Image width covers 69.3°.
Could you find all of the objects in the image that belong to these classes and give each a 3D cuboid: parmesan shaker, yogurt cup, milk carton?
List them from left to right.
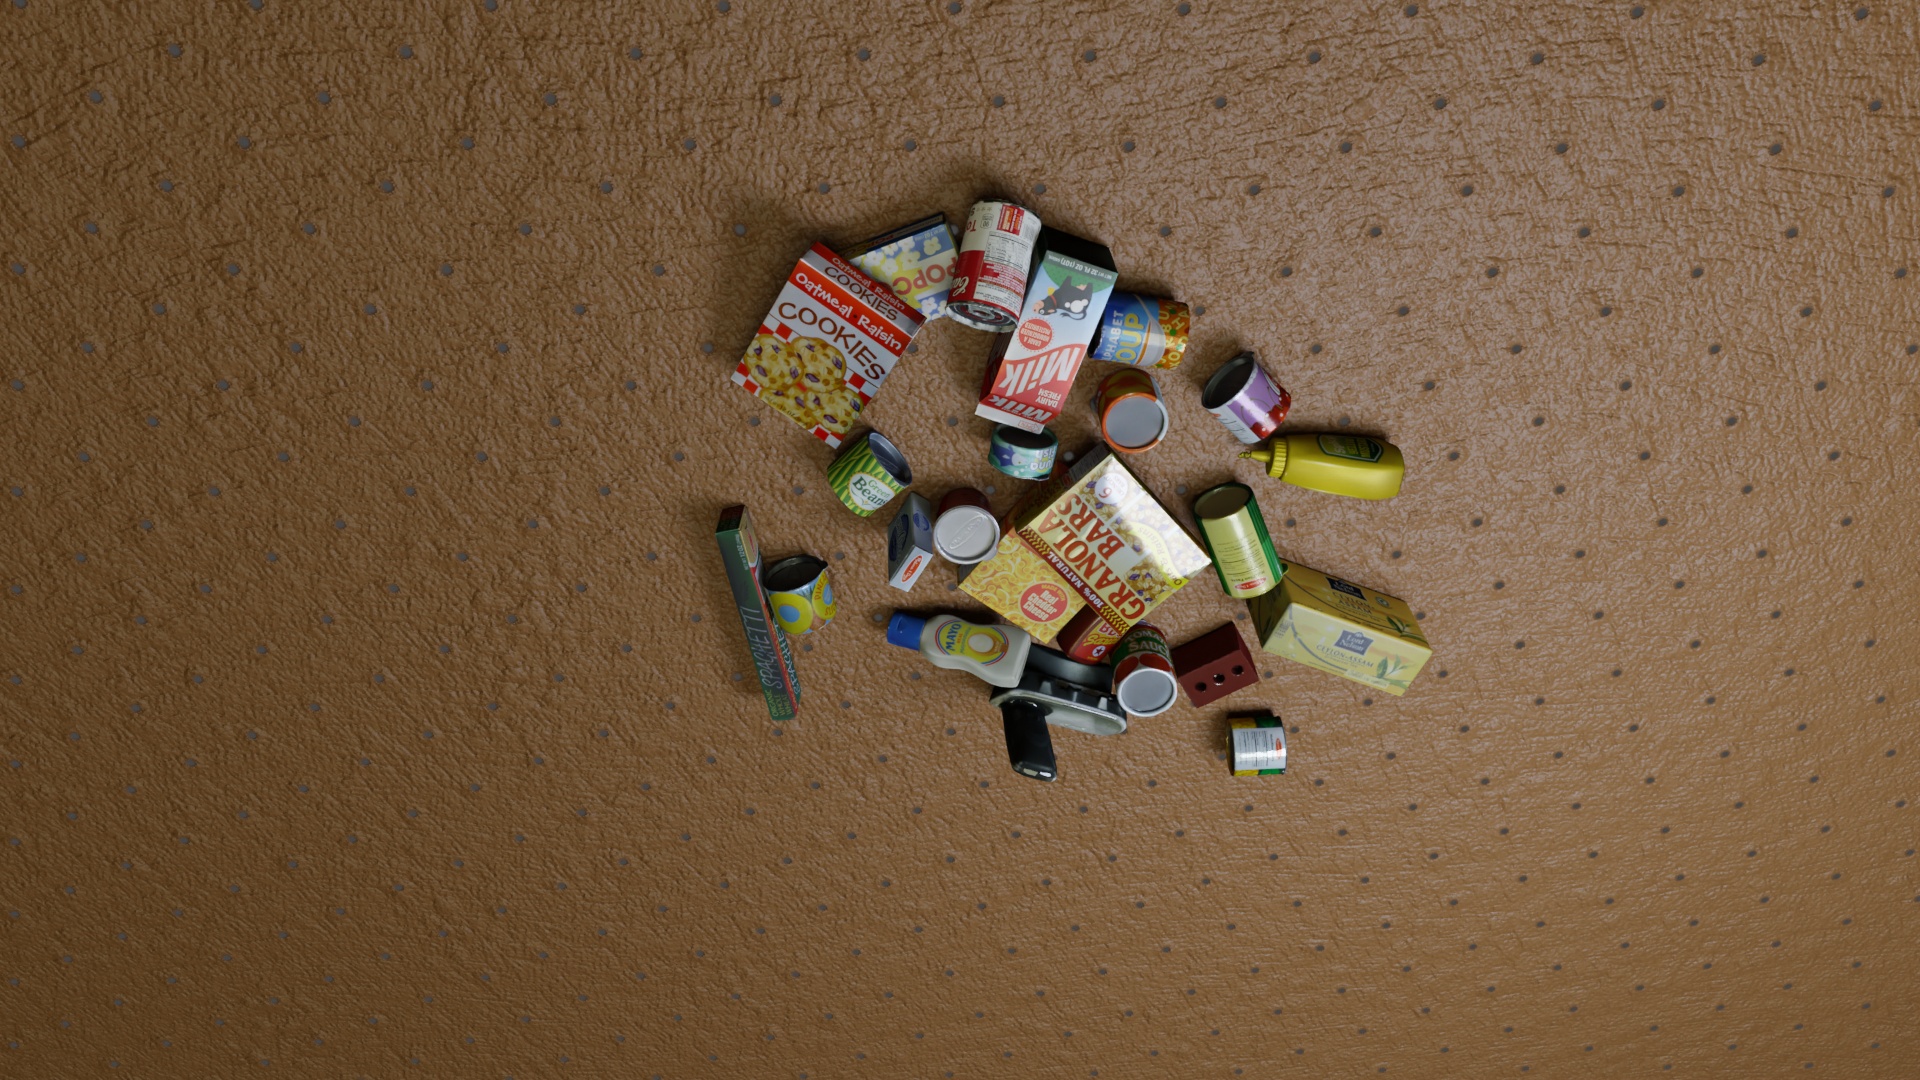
[{"bbox_3d":[0.005,-0.018,1.420,0.072,0.054,0.072,-1,120,-1],"label":"yogurt cup"},{"bbox_3d":[0.077,-0.190,1.310,0.072,0.074,0.189,17,119,-11],"label":"milk carton"},{"bbox_3d":[0.288,-0.002,1.430,0.071,0.071,0.102,-21,118,11],"label":"parmesan shaker"}]

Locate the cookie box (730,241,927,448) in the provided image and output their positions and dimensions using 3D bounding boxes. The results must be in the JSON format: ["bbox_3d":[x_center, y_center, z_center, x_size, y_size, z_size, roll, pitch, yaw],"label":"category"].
[{"bbox_3d":[-0.125,-0.180,1.294,0.123,0.040,0.166,34,132,-7],"label":"cookie box"}]

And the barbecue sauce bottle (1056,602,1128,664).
[{"bbox_3d":[0.168,0.067,1.476,0.065,0.044,0.148,16,121,-45],"label":"barbecue sauce bottle"}]

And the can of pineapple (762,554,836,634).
[{"bbox_3d":[-0.166,0.057,1.453,0.071,0.071,0.057,-12,121,6],"label":"can of pineapple"}]

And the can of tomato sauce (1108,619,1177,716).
[{"bbox_3d":[0.197,0.138,1.499,0.071,0.083,0.070,-1,121,-1],"label":"can of tomato sauce"}]

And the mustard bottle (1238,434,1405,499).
[{"bbox_3d":[0.359,-0.078,1.389,0.160,0.065,0.048,6,125,0],"label":"mustard bottle"}]

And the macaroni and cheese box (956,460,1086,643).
[{"bbox_3d":[0.095,0.015,1.450,0.123,0.040,0.166,33,115,-20],"label":"macaroni and cheese box"}]

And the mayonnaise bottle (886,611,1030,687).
[{"bbox_3d":[-0.004,0.110,1.480,0.148,0.065,0.041,13,157,12],"label":"mayonnaise bottle"}]

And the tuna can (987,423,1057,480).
[{"bbox_3d":[0.063,-0.089,1.370,0.071,0.071,0.032,7,120,-5],"label":"tuna can"}]

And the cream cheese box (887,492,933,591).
[{"bbox_3d":[-0.052,0.000,1.401,0.024,0.104,0.053,26,118,-19],"label":"cream cheese box"}]

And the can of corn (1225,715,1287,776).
[{"bbox_3d":[0.333,0.233,1.571,0.058,0.071,0.070,-3,121,1],"label":"can of corn"}]

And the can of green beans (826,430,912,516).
[{"bbox_3d":[-0.091,-0.066,1.383,0.057,0.071,0.071,-37,115,19],"label":"can of green beans"}]

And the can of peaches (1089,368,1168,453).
[{"bbox_3d":[0.165,-0.126,1.359,0.071,0.058,0.071,-1,121,-1],"label":"can of peaches"}]

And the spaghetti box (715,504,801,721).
[{"bbox_3d":[-0.213,0.082,1.476,0.029,0.050,0.248,-8,120,6],"label":"spaghetti box"}]

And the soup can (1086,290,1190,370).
[{"bbox_3d":[0.167,-0.197,1.309,0.084,0.072,0.071,8,120,-6],"label":"soup can"}]

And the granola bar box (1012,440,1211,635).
[{"bbox_3d":[0.153,0.000,1.393,0.124,0.039,0.165,-41,112,13],"label":"granola bar box"}]

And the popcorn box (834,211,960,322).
[{"bbox_3d":[-0.057,-0.242,1.296,0.126,0.038,0.085,-19,120,9],"label":"popcorn box"}]

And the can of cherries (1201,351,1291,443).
[{"bbox_3d":[0.280,-0.139,1.350,0.058,0.072,0.071,39,113,-22],"label":"can of cherries"}]
